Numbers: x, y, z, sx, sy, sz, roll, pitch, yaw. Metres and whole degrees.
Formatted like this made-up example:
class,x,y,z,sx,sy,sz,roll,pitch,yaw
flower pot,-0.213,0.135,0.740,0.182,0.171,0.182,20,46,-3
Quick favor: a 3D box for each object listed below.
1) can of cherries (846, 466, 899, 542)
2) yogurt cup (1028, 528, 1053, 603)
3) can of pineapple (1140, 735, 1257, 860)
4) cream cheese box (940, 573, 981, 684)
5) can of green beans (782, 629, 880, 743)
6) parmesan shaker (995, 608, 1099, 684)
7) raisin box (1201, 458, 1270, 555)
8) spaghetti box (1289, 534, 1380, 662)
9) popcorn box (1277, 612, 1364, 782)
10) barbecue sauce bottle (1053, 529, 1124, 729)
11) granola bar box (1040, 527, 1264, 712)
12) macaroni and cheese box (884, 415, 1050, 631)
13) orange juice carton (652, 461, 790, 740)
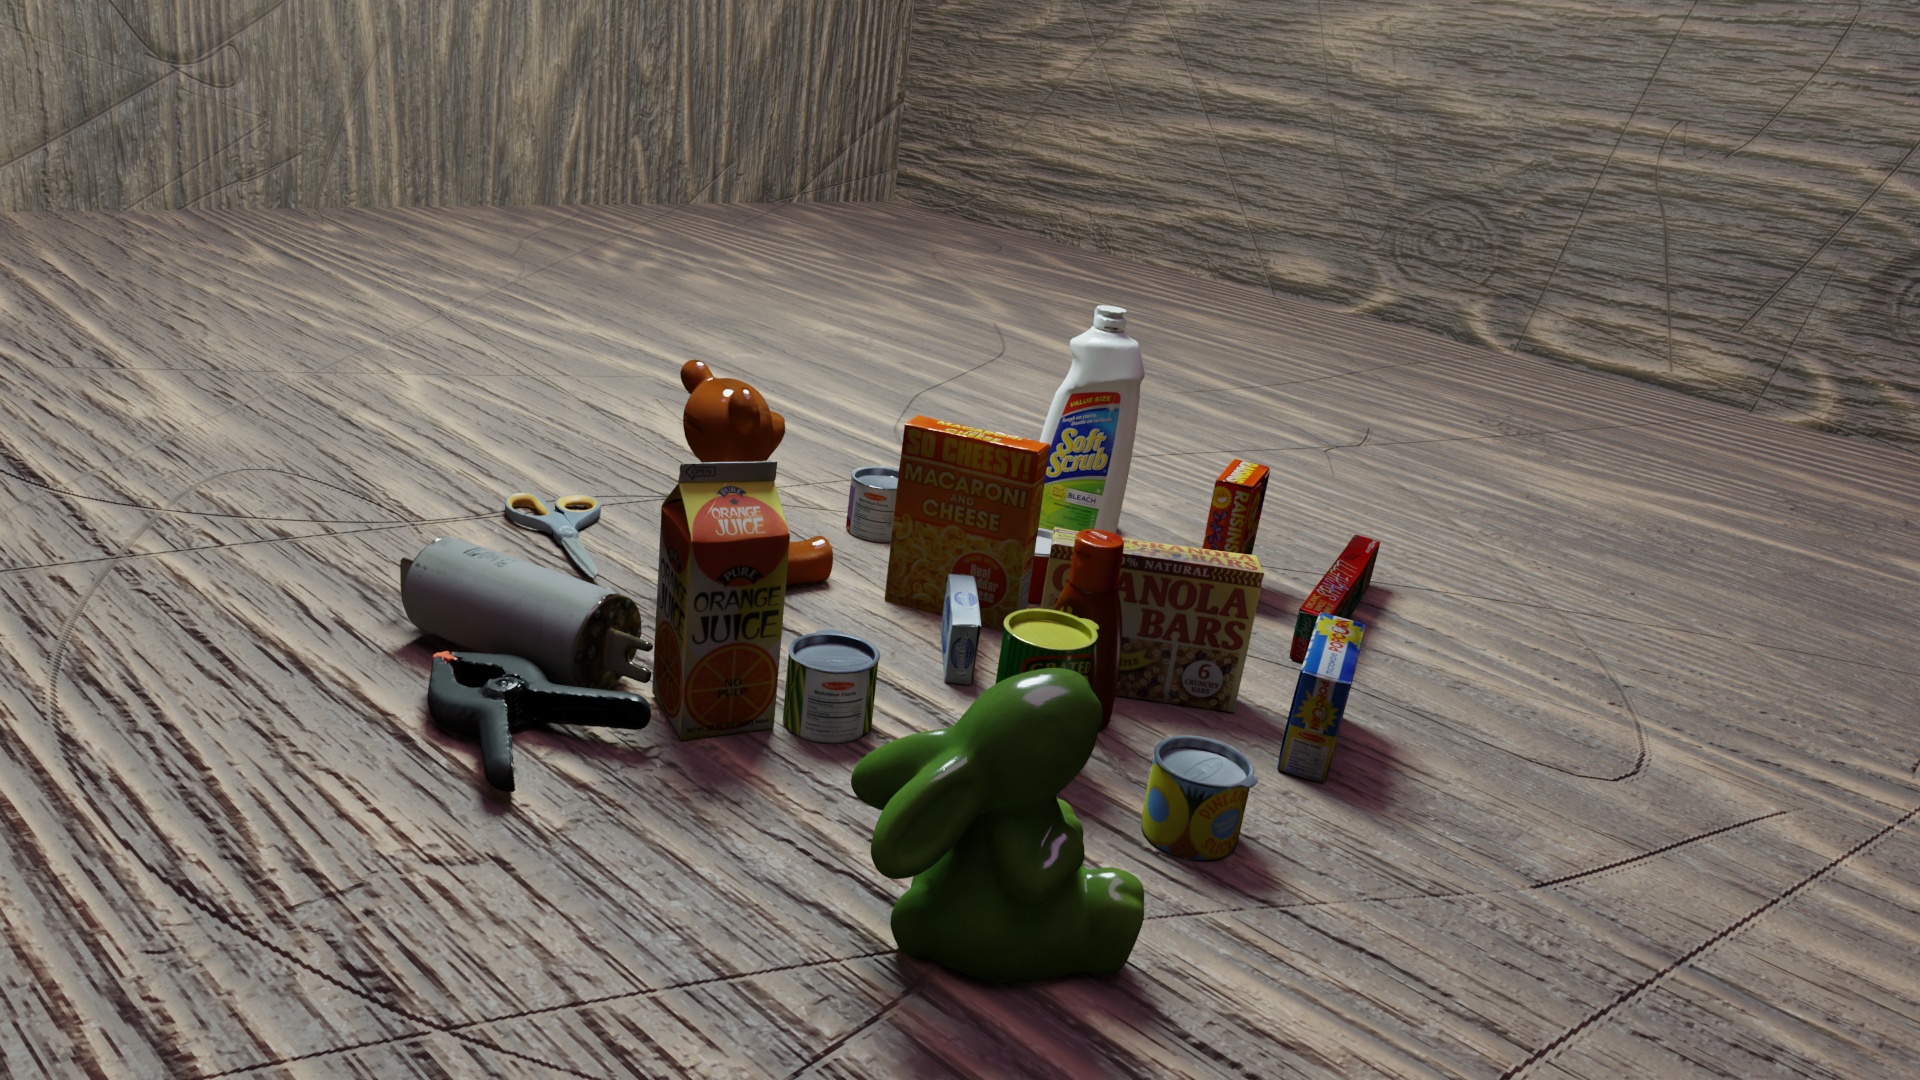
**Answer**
class,x,y,z,sx,sy,sz,roll,pitch,yaw
can of cherries,-0.078,-0.037,1.389,0.071,0.058,0.072,7,20,-2
yogurt cup,0.066,0.023,1.285,0.072,0.053,0.072,7,20,-2
can of pineapple,0.157,0.171,0.919,0.071,0.057,0.071,7,20,-2
cream cheese box,0.000,0.071,1.135,0.024,0.053,0.104,6,20,-5
can of green beans,-0.094,0.106,1.005,0.071,0.057,0.071,7,20,-2
parmesan shaker,0.059,0.108,0.987,0.071,0.102,0.071,7,20,-2
raisin box,0.261,-0.008,1.338,0.040,0.123,0.086,15,21,20
spaghetti box,0.357,0.053,1.314,0.029,0.050,0.251,16,22,22
popcorn box,0.277,0.118,1.063,0.038,0.085,0.127,14,21,16
barbecue sauce bottle,0.094,0.066,1.047,0.044,0.148,0.065,-10,26,-39
granola bar box,0.146,0.063,1.107,0.166,0.123,0.039,8,20,2
macaroni and cheese box,0.004,-0.015,1.206,0.124,0.165,0.040,13,21,16
orange juice carton,-0.168,0.036,0.974,0.072,0.191,0.073,-4,23,-28
